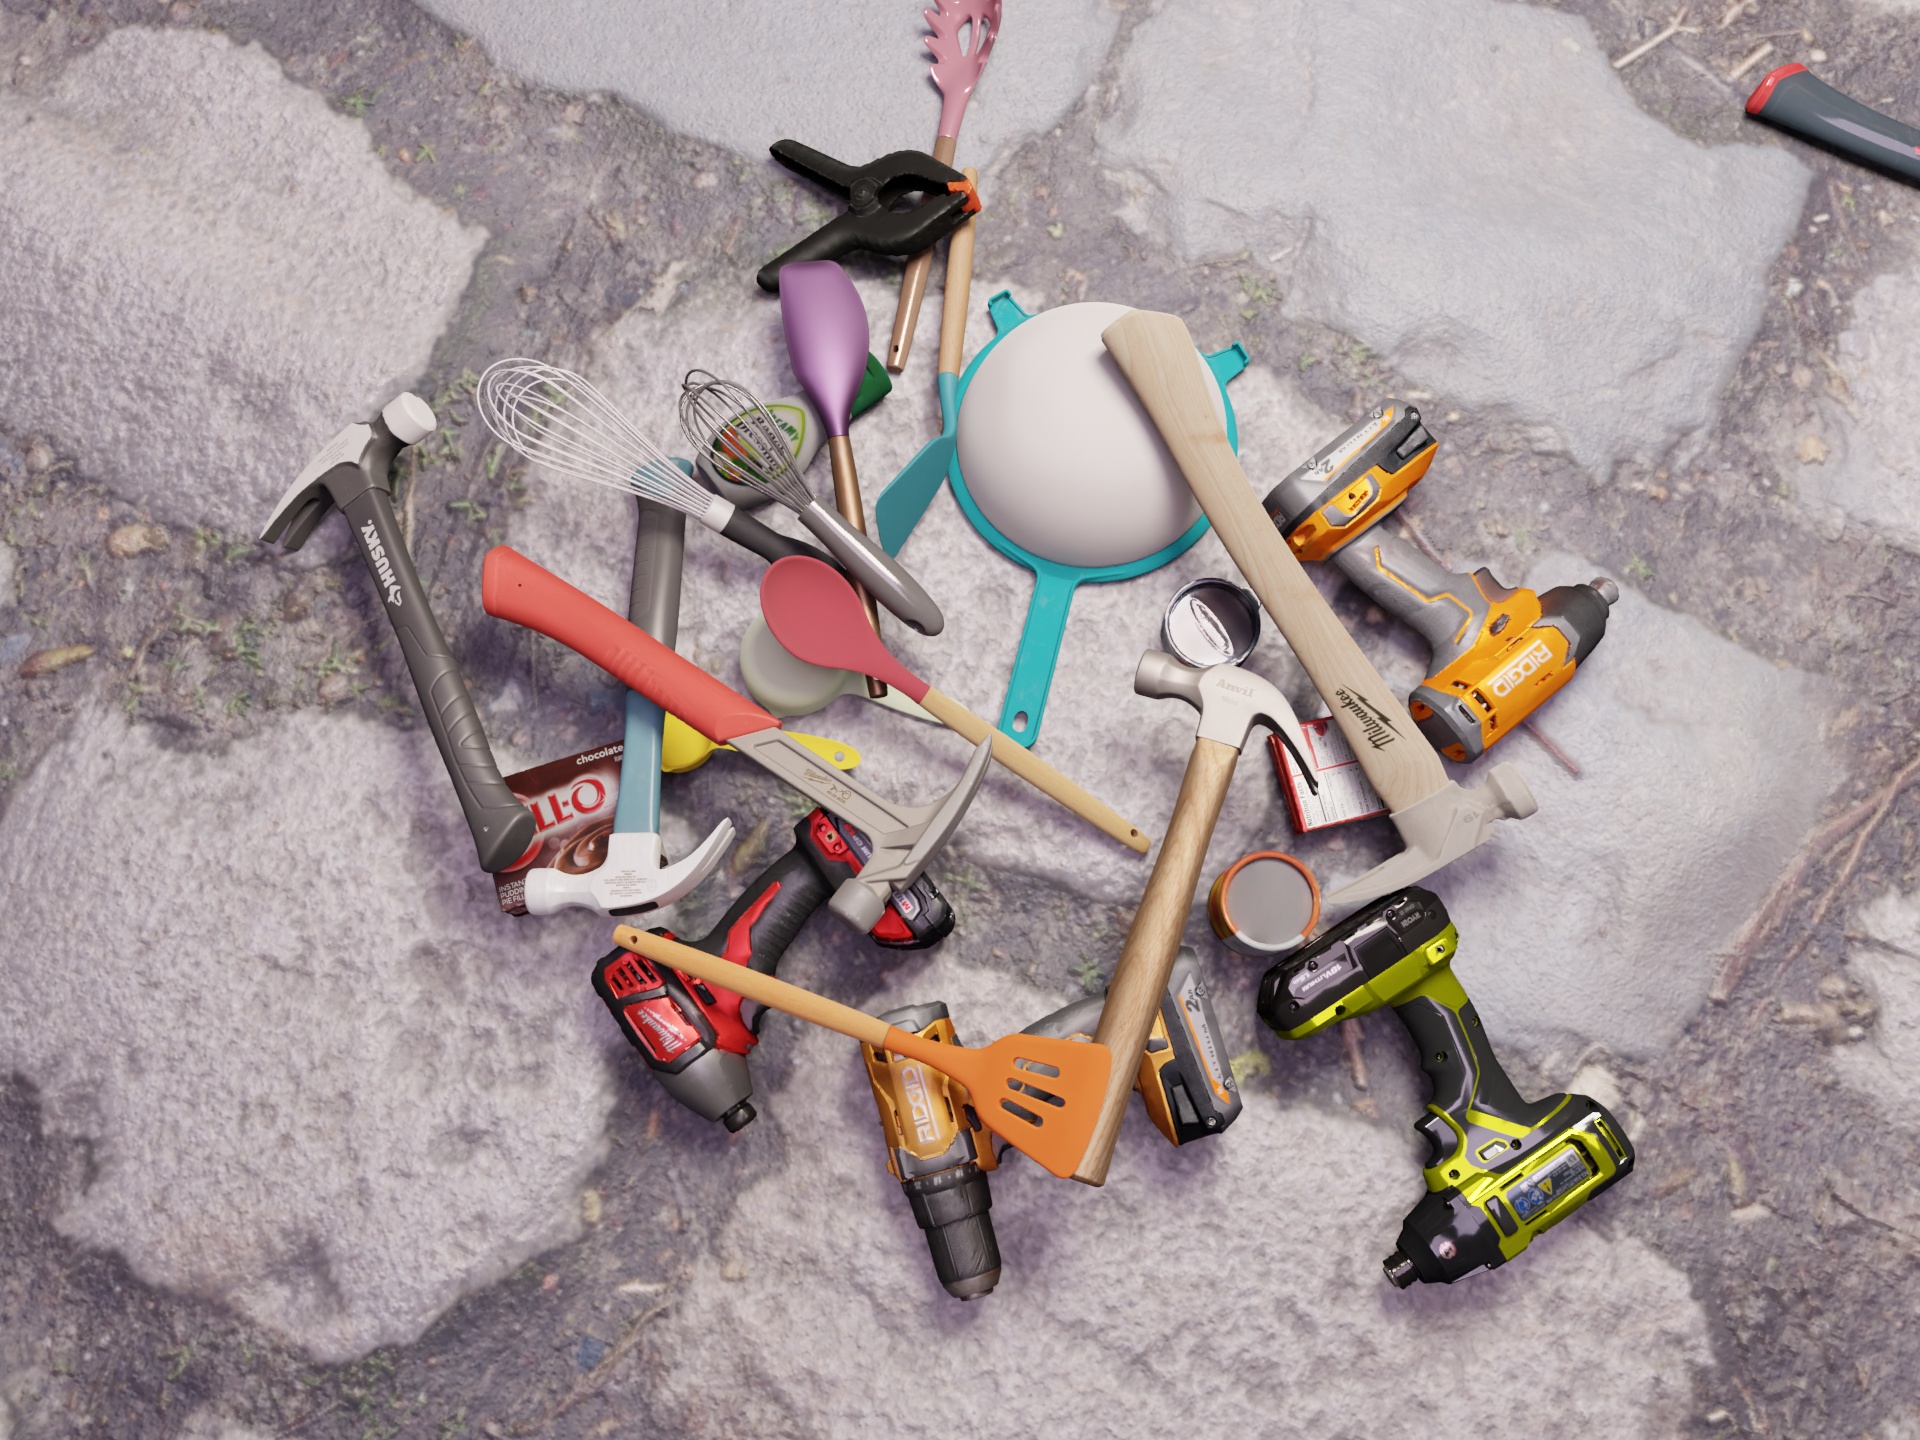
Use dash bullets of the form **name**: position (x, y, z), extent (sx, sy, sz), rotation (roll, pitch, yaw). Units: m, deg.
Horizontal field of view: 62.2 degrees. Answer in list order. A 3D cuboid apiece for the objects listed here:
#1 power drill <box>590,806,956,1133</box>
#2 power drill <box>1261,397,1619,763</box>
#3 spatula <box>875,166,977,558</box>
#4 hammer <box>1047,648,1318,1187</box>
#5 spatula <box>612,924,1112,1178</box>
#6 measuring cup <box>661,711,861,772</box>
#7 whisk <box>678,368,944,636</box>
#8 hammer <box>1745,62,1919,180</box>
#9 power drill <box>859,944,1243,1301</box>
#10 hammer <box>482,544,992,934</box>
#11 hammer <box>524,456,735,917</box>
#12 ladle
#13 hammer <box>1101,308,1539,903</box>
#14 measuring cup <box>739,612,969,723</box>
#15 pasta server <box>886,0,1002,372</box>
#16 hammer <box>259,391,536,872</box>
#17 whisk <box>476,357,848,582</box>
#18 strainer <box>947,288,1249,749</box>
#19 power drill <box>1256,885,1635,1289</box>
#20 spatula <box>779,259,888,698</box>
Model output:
- **power drill**: position (-0.117, 0.157, 1.038), extent (0.219, 0.078, 0.143), rotation (-37, 79, -4)
- **power drill**: position (0.332, -0.105, 1.087), extent (0.164, 0.084, 0.226), rotation (-38, 84, -7)
- **spatula**: position (-0.018, -0.266, 1.129), extent (0.044, 0.082, 0.318), rotation (3, 67, 7)
- **hammer**: position (0.126, 0.121, 0.977), extent (0.130, 0.031, 0.331), rotation (16, 76, 16)
- **spatula**: position (-0.068, 0.184, 0.972), extent (0.322, 0.041, 0.081), rotation (19, 81, 9)
- **measuring cup**: position (-0.146, 0.017, 1.093), extent (0.156, 0.029, 0.062), rotation (10, 76, -2)
- **whisk**: position (-0.098, -0.142, 1.056), extent (0.239, 0.055, 0.055), rotation (44, 82, -5)
- **hammer**: position (0.758, -0.373, 1.159), extent (0.386, 0.038, 0.143), rotation (25, 81, 6)
- **power drill**: position (0.061, 0.252, 1.013), extent (0.226, 0.084, 0.185), rotation (-16, 78, 2)
- **hammer**: position (-0.159, -0.018, 1.026), extent (0.359, 0.036, 0.149), rotation (33, 71, 14)
- **hammer**: position (-0.211, -0.030, 1.070), extent (0.128, 0.033, 0.331), rotation (0, 67, 0)
- **ladle**: position (-0.002, -0.003, 1.061), extent (0.315, 0.031, 0.069), rotation (35, 63, -6)
- **hammer**: position (0.203, -0.081, 1.035), extent (0.146, 0.038, 0.410), rotation (-32, 88, 11)
- **measuring cup**: position (-0.073, -0.030, 1.094), extent (0.167, 0.038, 0.083), rotation (18, 79, 6)
- **pasta server**: position (-0.019, -0.408, 1.177), extent (0.060, 0.040, 0.316), rotation (8, 79, 22)
- **hammer**: position (-0.364, -0.049, 1.062), extent (0.146, 0.035, 0.335), rotation (-33, 71, 14)
- **whisk**: position (-0.192, -0.157, 1.075), extent (0.284, 0.070, 0.070), rotation (29, 79, -19)
- **strainer**: position (0.077, -0.149, 1.089), extent (0.211, 0.095, 0.340), rotation (14, 77, 4)
- **power drill**: position (0.296, 0.235, 1.015), extent (0.171, 0.080, 0.223), rotation (-32, 82, -6)
- **spatula**: position (-0.078, -0.170, 1.098), extent (0.059, 0.018, 0.316), rotation (-7, 81, -10)
